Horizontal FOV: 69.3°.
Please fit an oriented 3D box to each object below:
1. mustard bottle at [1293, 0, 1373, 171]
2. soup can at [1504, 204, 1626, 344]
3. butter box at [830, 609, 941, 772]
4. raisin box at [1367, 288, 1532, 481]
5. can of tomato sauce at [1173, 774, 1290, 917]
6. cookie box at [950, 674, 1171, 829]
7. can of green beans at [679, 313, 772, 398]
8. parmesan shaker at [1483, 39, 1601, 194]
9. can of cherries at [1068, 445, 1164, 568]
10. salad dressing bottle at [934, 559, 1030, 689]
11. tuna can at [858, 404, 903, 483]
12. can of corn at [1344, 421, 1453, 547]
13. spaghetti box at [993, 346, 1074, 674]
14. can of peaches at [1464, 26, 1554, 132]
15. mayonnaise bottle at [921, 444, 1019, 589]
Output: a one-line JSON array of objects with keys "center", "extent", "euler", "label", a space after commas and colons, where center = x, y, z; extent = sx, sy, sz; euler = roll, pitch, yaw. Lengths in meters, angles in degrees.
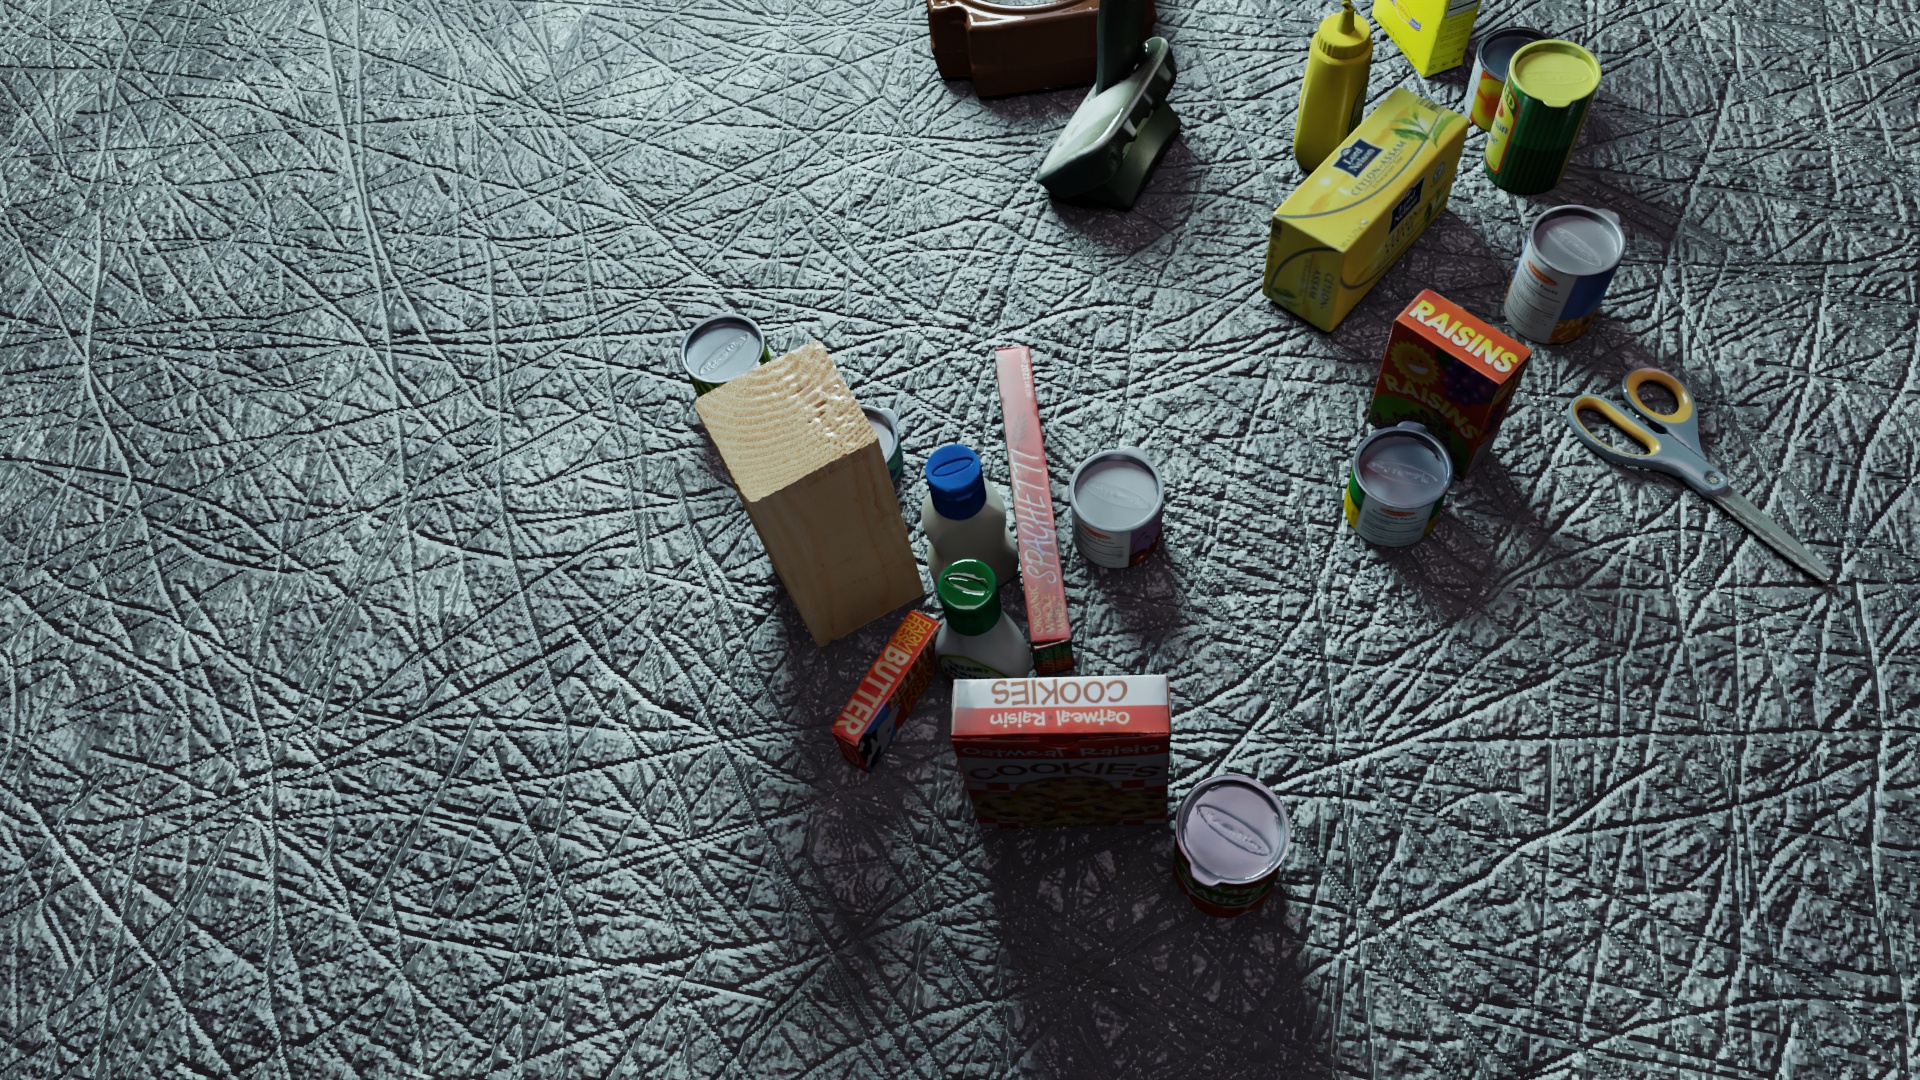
[{"center": [0.297, -0.364, 1.097], "extent": [0.049, 0.159, 0.065], "euler": [20, 65, 17], "label": "mustard bottle"}, {"center": [0.448, -0.197, 1.029], "extent": [0.071, 0.083, 0.071], "euler": [-3, 61, 5], "label": "soup can"}, {"center": [-0.047, 0.101, 0.939], "extent": [0.024, 0.053, 0.104], "euler": [26, 67, 20], "label": "butter box"}, {"center": [0.339, -0.107, 0.969], "extent": [0.040, 0.123, 0.086], "euler": [-43, 65, -16], "label": "raisin box"}, {"center": [0.163, 0.190, 0.847], "extent": [0.071, 0.082, 0.071], "euler": [-3, 61, 5], "label": "can of tomato sauce"}, {"center": [0.064, 0.132, 0.843], "extent": [0.123, 0.166, 0.040], "euler": [-3, 61, 6], "label": "cookie box"}, {"center": [-0.179, -0.133, 1.084], "extent": [0.071, 0.057, 0.071], "euler": [-3, 61, 5], "label": "can of green beans"}, {"center": [0.454, -0.328, 1.091], "extent": [0.071, 0.102, 0.071], "euler": [-3, 61, 5], "label": "parmesan shaker"}, {"center": [0.113, -0.023, 0.987], "extent": [0.071, 0.058, 0.072], "euler": [-3, 61, 5], "label": "can of cherries"}, {"center": [0.011, 0.061, 0.900], "extent": [0.064, 0.147, 0.044], "euler": [16, 64, 15], "label": "salad dressing bottle"}, {"center": [-0.075, -0.068, 1.049], "extent": [0.071, 0.032, 0.071], "euler": [-3, 61, 5], "label": "tuna can"}, {"center": [0.306, -0.039, 0.972], "extent": [0.071, 0.058, 0.071], "euler": [-3, 61, 5], "label": "can of corn"}, {"center": [0.052, -0.026, 1.000], "extent": [0.029, 0.050, 0.251], "euler": [-8, 60, 3], "label": "spaghetti box"}, {"center": [0.457, -0.378, 1.145], "extent": [0.071, 0.057, 0.071], "euler": [-3, 61, 5], "label": "can of peaches"}, {"center": [0.003, -0.012, 0.942], "extent": [0.065, 0.147, 0.041], "euler": [-20, 61, -4], "label": "mayonnaise bottle"}]
